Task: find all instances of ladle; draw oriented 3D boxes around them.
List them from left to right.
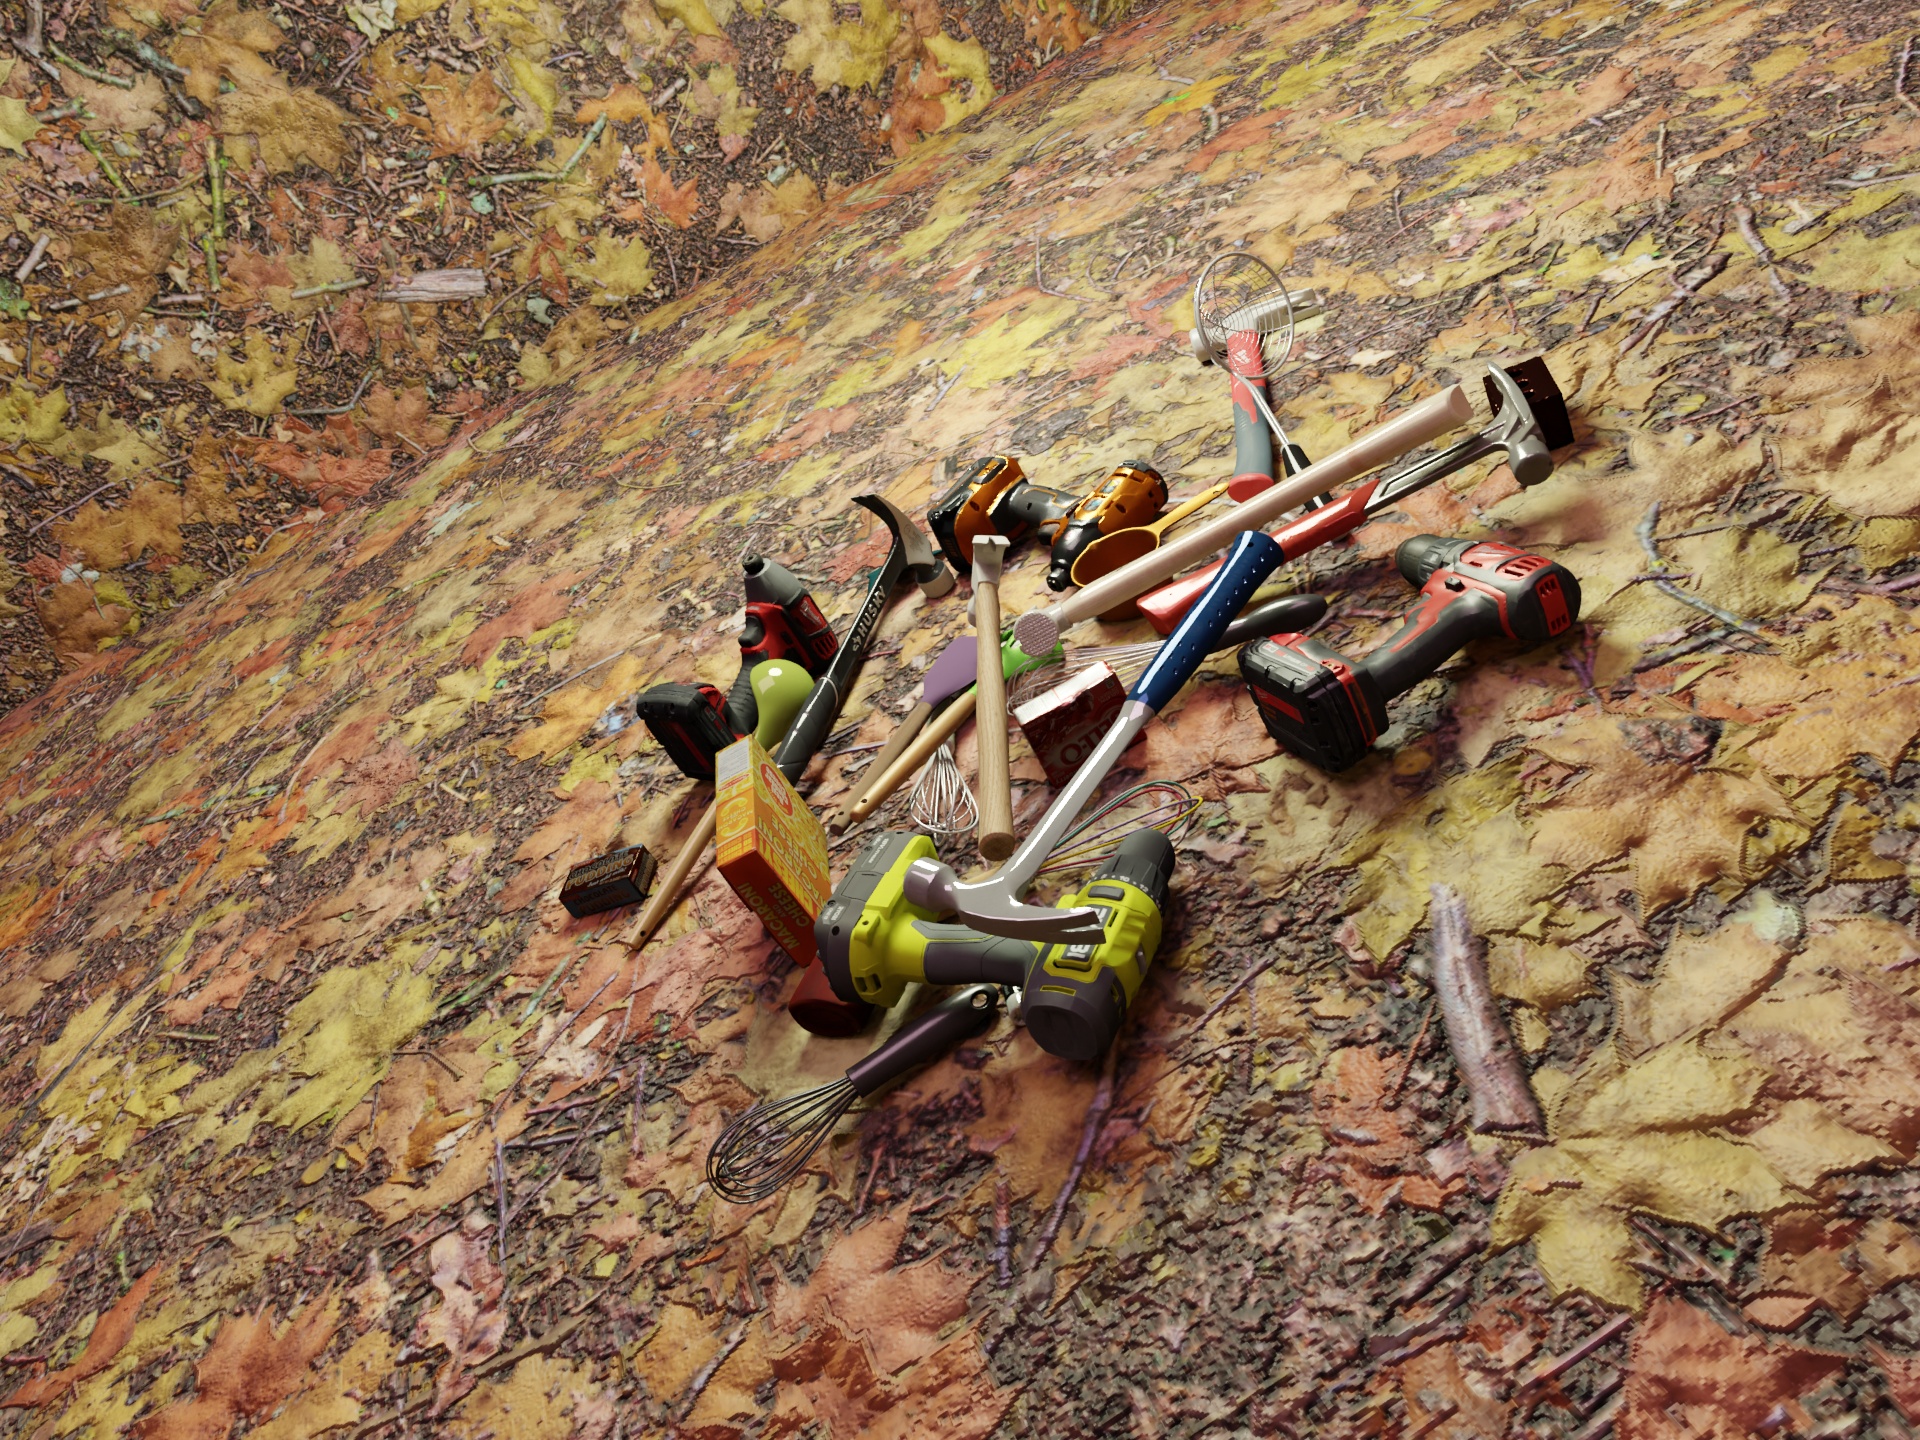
[{"bbox_3d":[-0.226,0.075,1.480,0.062,0.078,0.320,-6,48,51],"label":"ladle"}]

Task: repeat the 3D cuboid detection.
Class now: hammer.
[{"bbox_3d":[-0.121,-0.045,1.517,0.036,0.149,0.409,-5,47,36],"label":"hammer"},{"bbox_3d":[0.025,-0.027,1.302,0.031,0.130,0.332,1,47,-2],"label":"hammer"},{"bbox_3d":[0.129,0.001,1.143,0.144,0.035,0.406,16,53,35],"label":"hammer"},{"bbox_3d":[0.231,-0.167,1.333,0.410,0.038,0.146,-28,5,9],"label":"hammer"},{"bbox_3d":[0.310,-0.333,1.627,0.143,0.038,0.387,-17,34,19],"label":"hammer"},{"bbox_3d":[0.313,-0.175,1.350,0.359,0.036,0.149,-27,36,21],"label":"hammer"}]

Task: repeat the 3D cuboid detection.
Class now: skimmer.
[{"bbox_3d":[0.308,-0.311,1.495,0.090,0.127,0.364,-53,35,32],"label":"skimmer"}]

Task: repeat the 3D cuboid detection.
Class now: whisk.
[{"bbox_3d":[-0.071,0.256,1.110,0.239,0.055,0.055,-33,31,-12],"label":"whisk"},{"bbox_3d":[-0.016,0.029,1.390,0.059,0.057,0.247,6,31,-5],"label":"whisk"},{"bbox_3d":[0.070,0.105,1.205,0.245,0.051,0.047,-24,37,17],"label":"whisk"},{"bbox_3d":[0.166,-0.054,1.316,0.284,0.070,0.070,-18,33,22],"label":"whisk"}]

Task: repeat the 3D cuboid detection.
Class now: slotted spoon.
[{"bbox_3d":[-0.002,-0.004,1.367,0.070,0.031,0.314,16,40,27],"label":"slotted spoon"}]

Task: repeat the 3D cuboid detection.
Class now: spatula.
[{"bbox_3d":[-0.096,-0.083,1.634,0.082,0.044,0.318,-10,41,31],"label":"spatula"},{"bbox_3d":[-0.038,0.003,1.385,0.060,0.018,0.316,2,33,26],"label":"spatula"}]

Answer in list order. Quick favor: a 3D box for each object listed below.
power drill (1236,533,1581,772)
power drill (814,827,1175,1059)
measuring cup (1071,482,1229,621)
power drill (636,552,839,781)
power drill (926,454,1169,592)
[{"bbox_3d":[0.325,-0.068,1.202,0.226,0.080,0.188,-31,24,-7],"label":"power drill"},{"bbox_3d":[0.032,0.140,1.121,0.228,0.080,0.191,3,38,27],"label":"power drill"},{"bbox_3d":[0.186,-0.154,1.467,0.173,0.052,0.095,-34,31,-9],"label":"measuring cup"},{"bbox_3d":[-0.216,-0.055,1.581,0.078,0.143,0.220,2,47,39],"label":"power drill"},{"bbox_3d":[0.076,-0.193,1.589,0.227,0.084,0.164,11,51,43],"label":"power drill"}]
